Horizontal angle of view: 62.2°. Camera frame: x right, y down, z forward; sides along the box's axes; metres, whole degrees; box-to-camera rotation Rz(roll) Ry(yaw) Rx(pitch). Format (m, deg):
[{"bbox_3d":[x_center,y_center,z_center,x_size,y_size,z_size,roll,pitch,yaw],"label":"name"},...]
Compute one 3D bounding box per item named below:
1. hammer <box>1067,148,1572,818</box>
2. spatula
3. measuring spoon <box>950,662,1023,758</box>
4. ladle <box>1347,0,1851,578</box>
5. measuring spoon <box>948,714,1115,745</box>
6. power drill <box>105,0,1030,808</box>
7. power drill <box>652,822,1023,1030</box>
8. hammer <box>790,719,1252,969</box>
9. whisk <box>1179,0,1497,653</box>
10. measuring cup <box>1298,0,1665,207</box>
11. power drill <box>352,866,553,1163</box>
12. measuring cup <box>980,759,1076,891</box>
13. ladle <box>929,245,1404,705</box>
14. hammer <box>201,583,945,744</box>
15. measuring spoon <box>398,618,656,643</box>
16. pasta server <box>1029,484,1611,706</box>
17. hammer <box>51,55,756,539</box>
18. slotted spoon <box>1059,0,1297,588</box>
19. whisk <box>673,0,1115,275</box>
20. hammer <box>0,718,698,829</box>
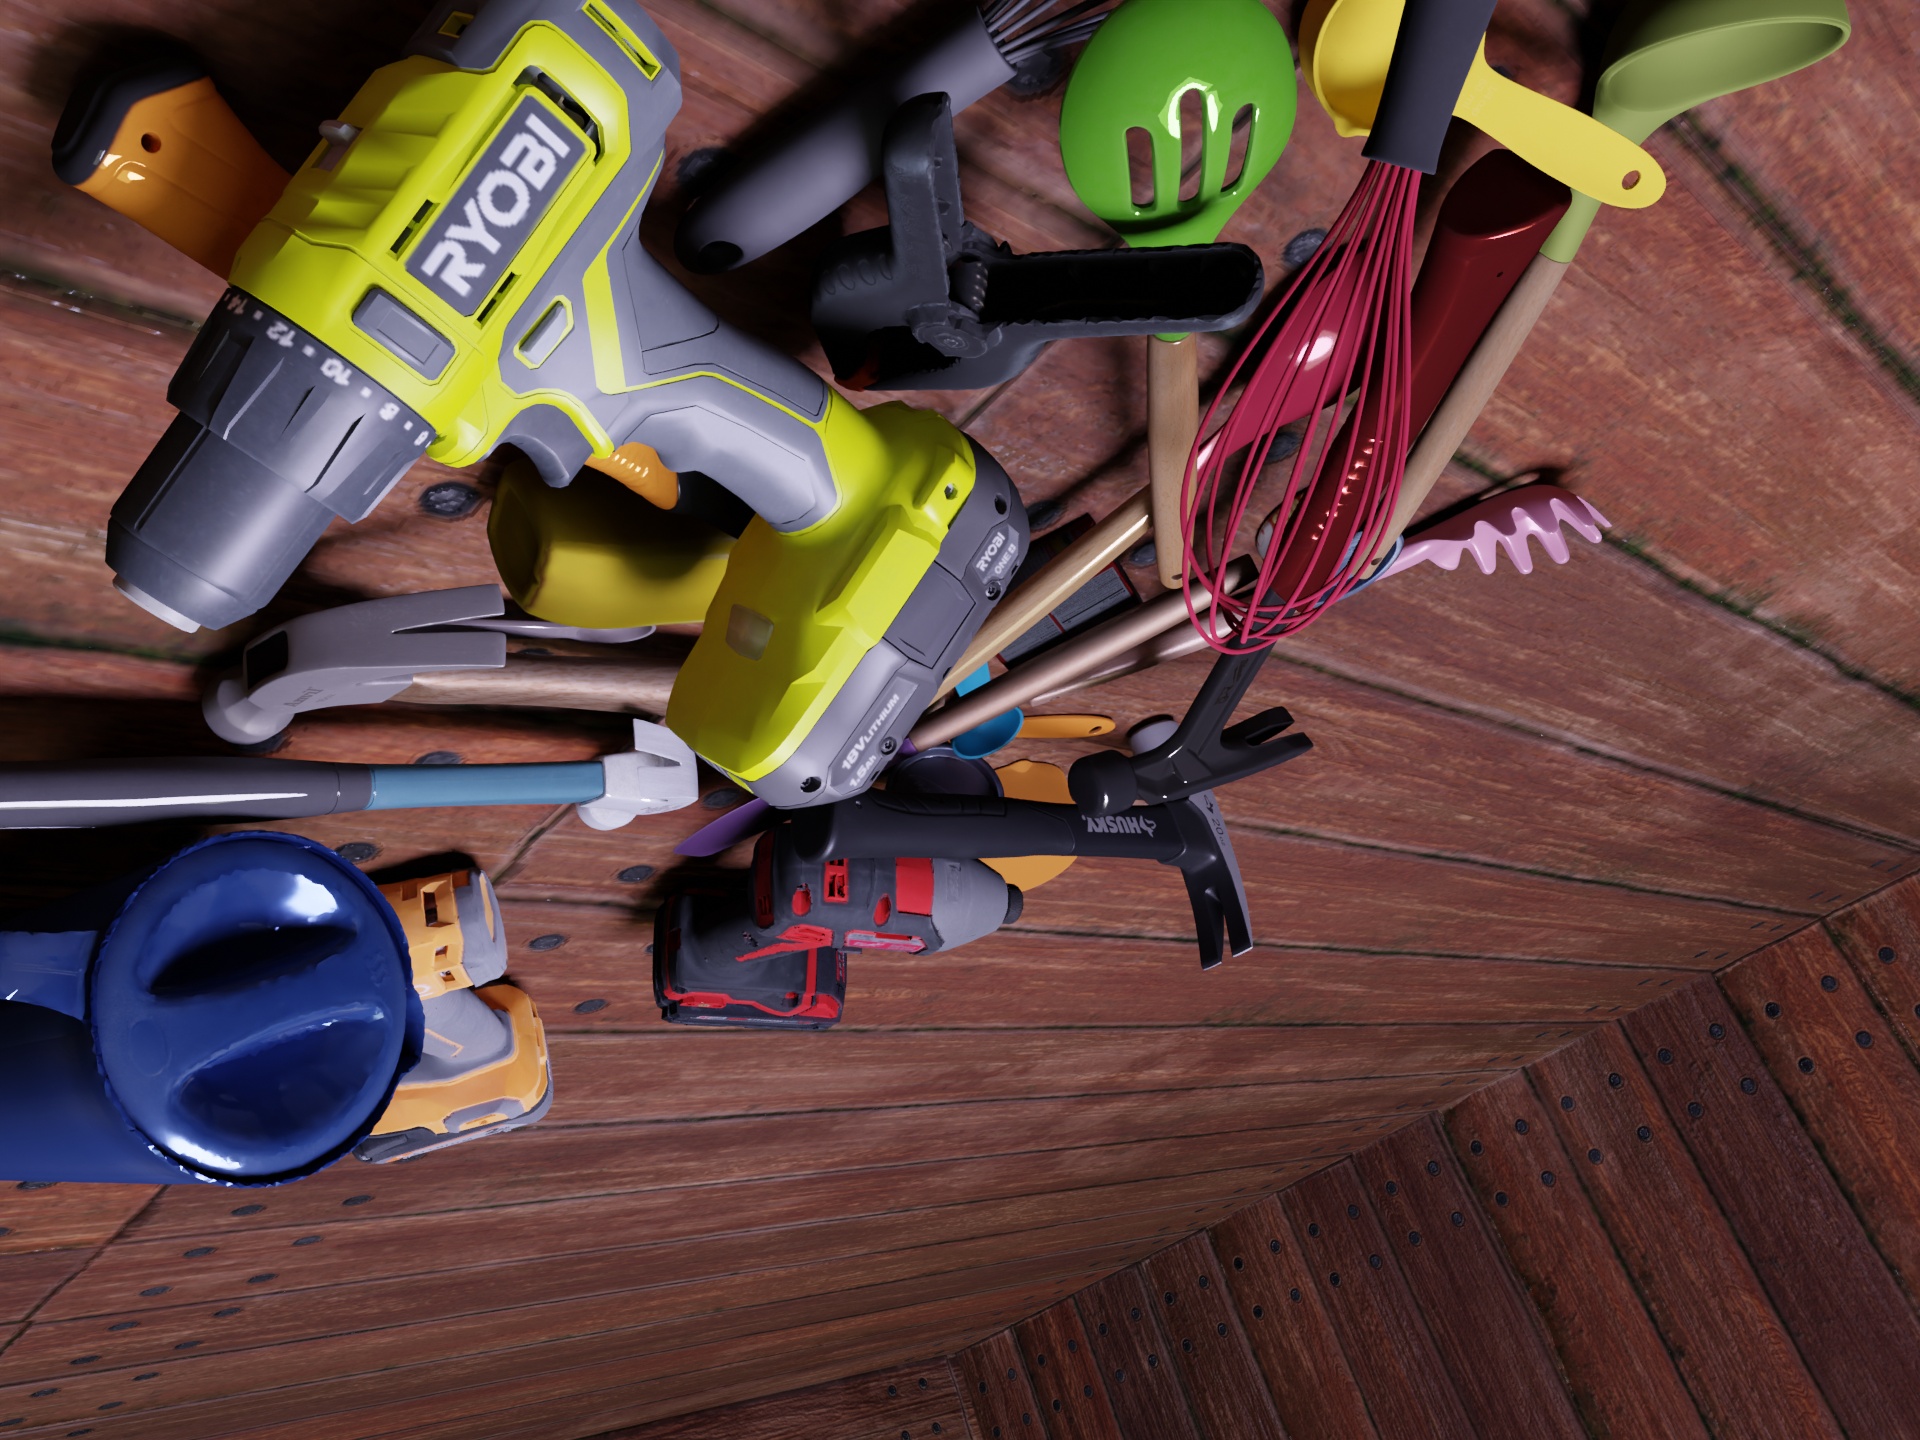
[{"bbox_3d":[0.164,-0.083,0.699,0.149,0.037,0.358,-16,148,-30],"label":"hammer"},{"bbox_3d":[-0.001,-0.002,0.769,0.316,0.018,0.059,-27,165,10],"label":"spatula"},{"bbox_3d":[0.003,-0.025,0.813,0.042,0.021,0.128,-26,144,-6],"label":"measuring spoon"},{"bbox_3d":[0.234,-0.160,0.645,0.078,0.062,0.320,-6,145,-21],"label":"ladle"},{"bbox_3d":[0.042,0.007,0.896,0.116,0.011,0.021,-1,147,-34],"label":"measuring spoon"},{"bbox_3d":[-0.100,-0.069,0.455,0.228,0.080,0.190,39,82,-41],"label":"power drill"},{"bbox_3d":[-0.072,0.111,0.858,0.143,0.079,0.219,9,157,-28],"label":"power drill"},{"bbox_3d":[0.042,0.060,0.813,0.035,0.146,0.334,-33,156,33],"label":"hammer"},{"bbox_3d":[0.130,-0.155,0.499,0.073,0.073,0.295,-1,117,-34],"label":"whisk"},{"bbox_3d":[0.179,-0.211,0.536,0.156,0.029,0.062,14,127,-28],"label":"measuring cup"},{"bbox_3d":[-0.325,0.166,0.860,0.185,0.084,0.226,-13,148,-10],"label":"power drill"},{"bbox_3d":[-0.007,0.076,0.942,0.173,0.052,0.095,-10,151,-26],"label":"measuring cup"},{"bbox_3d":[0.068,-0.084,0.692,0.315,0.031,0.069,-39,150,21],"label":"ladle"},{"bbox_3d":[-0.133,-0.016,0.687,0.331,0.031,0.130,2,164,-44],"label":"hammer"},{"bbox_3d":[-0.186,-0.044,0.645,0.124,0.018,0.034,-1,166,-22],"label":"measuring spoon"},{"bbox_3d":[0.186,-0.061,0.845,0.316,0.040,0.060,-20,164,1],"label":"pasta server"},{"bbox_3d":[-0.117,-0.087,0.510,0.336,0.034,0.127,28,83,-45],"label":"hammer"},{"bbox_3d":[0.077,-0.125,0.564,0.070,0.031,0.313,-12,156,2],"label":"slotted spoon"},{"bbox_3d":[0.010,-0.198,0.468,0.239,0.055,0.055,-27,153,21],"label":"whisk"},{"bbox_3d":[-0.257,0.028,0.643,0.330,0.033,0.128,0,169,-39],"label":"hammer"}]
